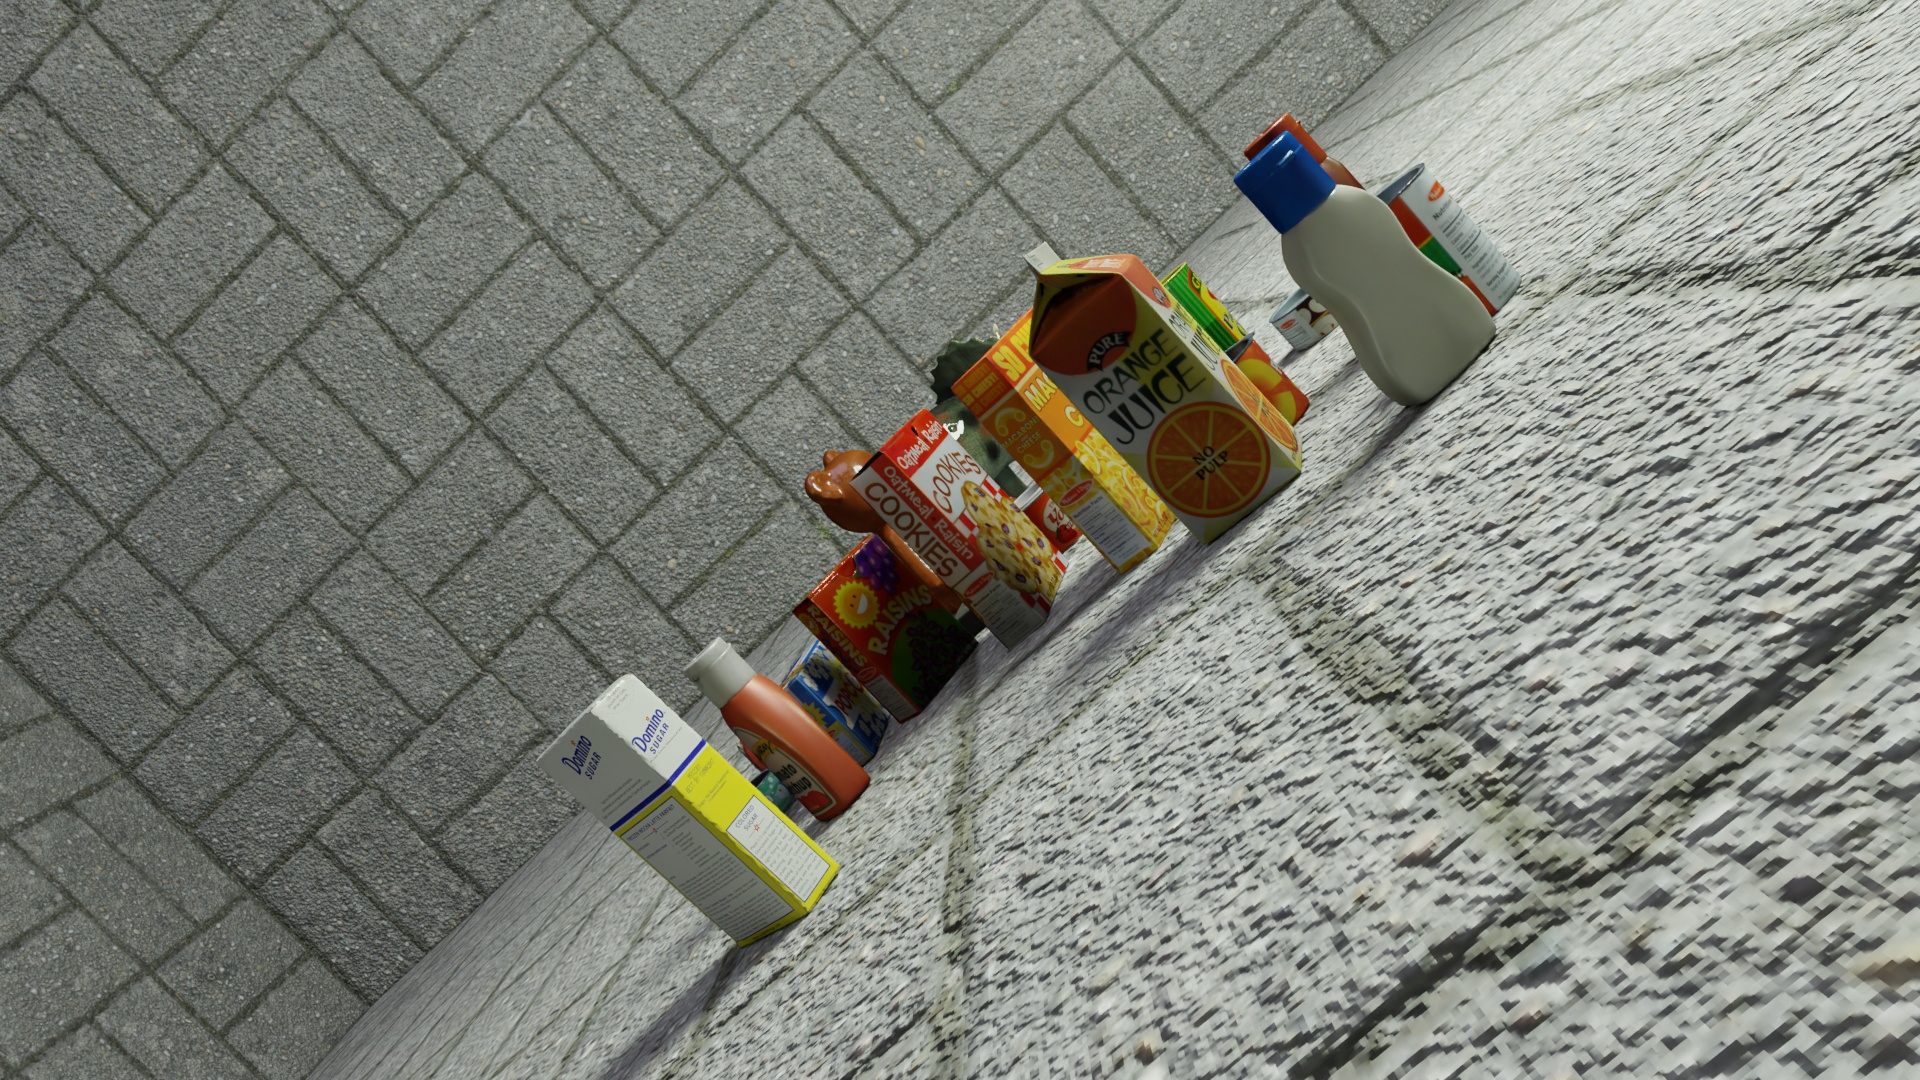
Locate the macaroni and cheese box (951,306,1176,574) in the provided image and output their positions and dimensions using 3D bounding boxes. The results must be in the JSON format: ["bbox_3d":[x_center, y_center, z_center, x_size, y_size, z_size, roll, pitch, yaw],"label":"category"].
[{"bbox_3d":[0.081,-0.073,0.939,0.040,0.166,0.124,-40,7,35],"label":"macaroni and cheese box"}]

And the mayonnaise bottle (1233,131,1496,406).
[{"bbox_3d":[0.200,-0.140,0.702,0.065,0.148,0.041,-44,5,-7],"label":"mayonnaise bottle"}]

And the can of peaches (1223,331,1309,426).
[{"bbox_3d":[0.185,-0.092,0.905,0.071,0.058,0.071,-43,6,5],"label":"can of peaches"}]

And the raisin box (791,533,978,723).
[{"bbox_3d":[-0.058,0.068,1.079,0.086,0.123,0.040,-47,7,-36],"label":"raisin box"}]

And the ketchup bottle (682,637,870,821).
[{"bbox_3d":[-0.132,0.133,0.987,0.044,0.149,0.064,-47,6,-33],"label":"ketchup bottle"}]

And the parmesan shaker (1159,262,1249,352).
[{"bbox_3d":[0.203,-0.180,1.198,0.071,0.103,0.071,-43,6,5],"label":"parmesan shaker"}]

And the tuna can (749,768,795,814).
[{"bbox_3d":[-0.171,0.225,1.166,0.071,0.033,0.071,-43,6,5],"label":"tuna can"}]

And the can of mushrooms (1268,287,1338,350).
[{"bbox_3d":[0.273,-0.179,1.061,0.071,0.033,0.071,-43,6,5],"label":"can of mushrooms"}]

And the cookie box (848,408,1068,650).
[{"bbox_3d":[0.004,-0.013,1.024,0.040,0.167,0.123,-41,6,22],"label":"cookie box"}]

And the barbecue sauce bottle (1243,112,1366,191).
[{"bbox_3d":[0.241,-0.202,0.872,0.043,0.148,0.065,-42,6,16],"label":"barbecue sauce bottle"}]

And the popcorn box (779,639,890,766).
[{"bbox_3d":[-0.101,0.131,1.107,0.038,0.085,0.127,-42,6,12],"label":"popcorn box"}]

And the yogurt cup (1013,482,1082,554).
[{"bbox_3d":[0.072,-0.018,1.160,0.072,0.054,0.072,-43,6,5],"label":"yogurt cup"}]

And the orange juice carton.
[{"bbox_3d":[0.107,-0.097,0.804,0.073,0.192,0.072,-41,6,23],"label":"orange juice carton"}]

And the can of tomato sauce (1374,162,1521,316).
[{"bbox_3d":[0.252,-0.152,0.762,0.071,0.083,0.071,-43,6,5],"label":"can of tomato sauce"}]
